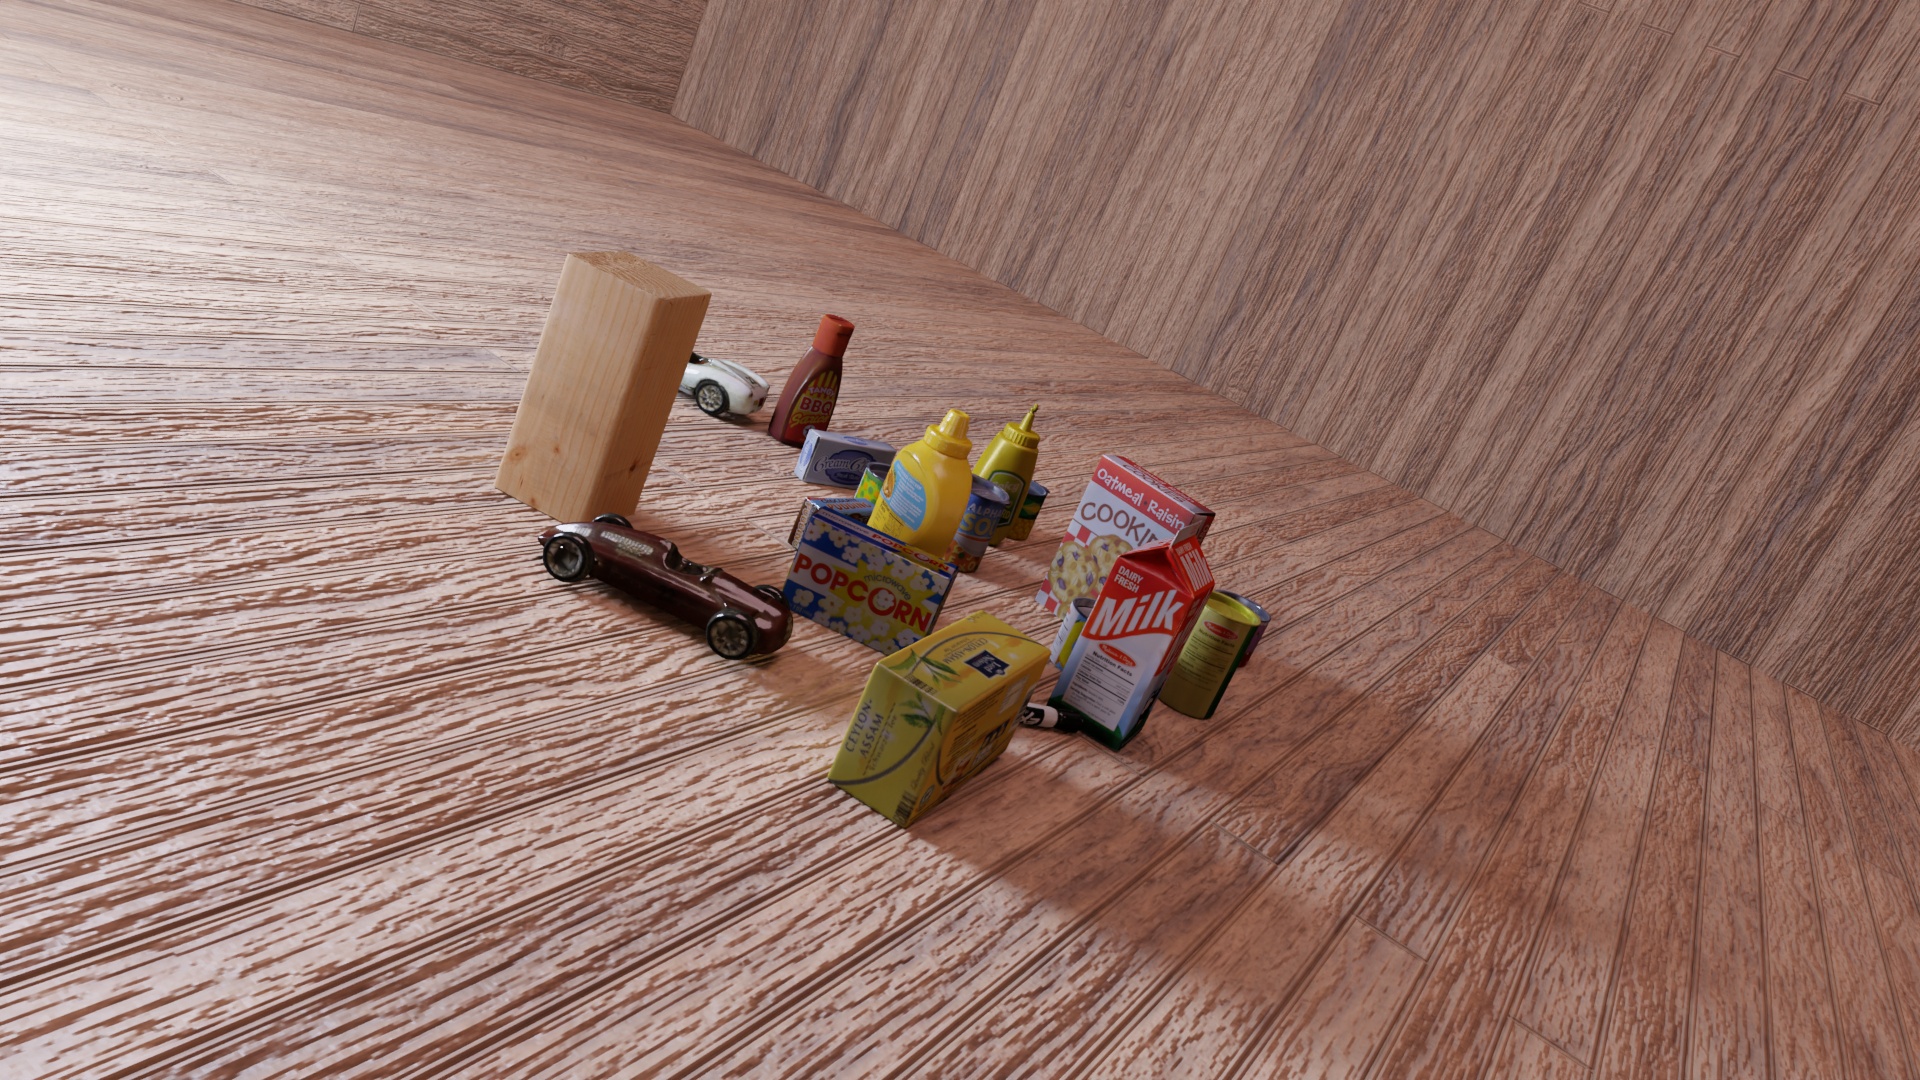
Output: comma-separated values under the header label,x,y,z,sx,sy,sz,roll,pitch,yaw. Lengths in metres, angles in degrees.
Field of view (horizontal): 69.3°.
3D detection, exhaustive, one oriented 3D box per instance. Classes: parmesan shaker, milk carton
label,x,y,z,sx,sy,sz,roll,pitch,yaw
parmesan shaker,0.224,0.104,1.290,0.071,0.102,0.071,21,18,-7
milk carton,0.149,0.070,1.152,0.073,0.190,0.072,29,18,18

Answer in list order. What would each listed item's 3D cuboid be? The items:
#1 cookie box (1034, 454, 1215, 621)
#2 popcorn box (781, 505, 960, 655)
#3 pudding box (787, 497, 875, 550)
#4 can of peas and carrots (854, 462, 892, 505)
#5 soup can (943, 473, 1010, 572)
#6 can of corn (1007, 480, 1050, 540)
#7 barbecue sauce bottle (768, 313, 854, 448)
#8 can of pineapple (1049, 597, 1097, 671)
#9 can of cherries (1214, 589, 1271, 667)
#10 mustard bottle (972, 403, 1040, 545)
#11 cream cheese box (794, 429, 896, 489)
label,x,y,z,sx,sy,sz,roll,pitch,yaw
cookie box,0.158,0.017,1.352,0.123,0.166,0.040,36,21,35
popcorn box,-0.076,0.037,1.140,0.127,0.085,0.038,25,17,3
pudding box,-0.116,-0.013,1.291,0.030,0.049,0.084,35,21,32
can of peas and carrots,-0.072,-0.038,1.399,0.071,0.058,0.071,21,18,-7
soup can,0.005,-0.018,1.396,0.071,0.083,0.071,21,18,-7
can of corn,0.059,-0.040,1.568,0.071,0.058,0.071,21,18,-7
barbecue sauce bottle,-0.160,-0.176,1.539,0.065,0.148,0.044,7,24,-43
can of pineapple,0.123,0.093,1.269,0.071,0.057,0.071,21,18,-7
can of cherries,0.288,0.093,1.473,0.071,0.058,0.072,21,18,-7
mustard bottle,0.047,-0.075,1.487,0.065,0.159,0.049,18,18,-18
cream cheese box,-0.122,-0.084,1.477,0.104,0.053,0.024,8,23,-40
